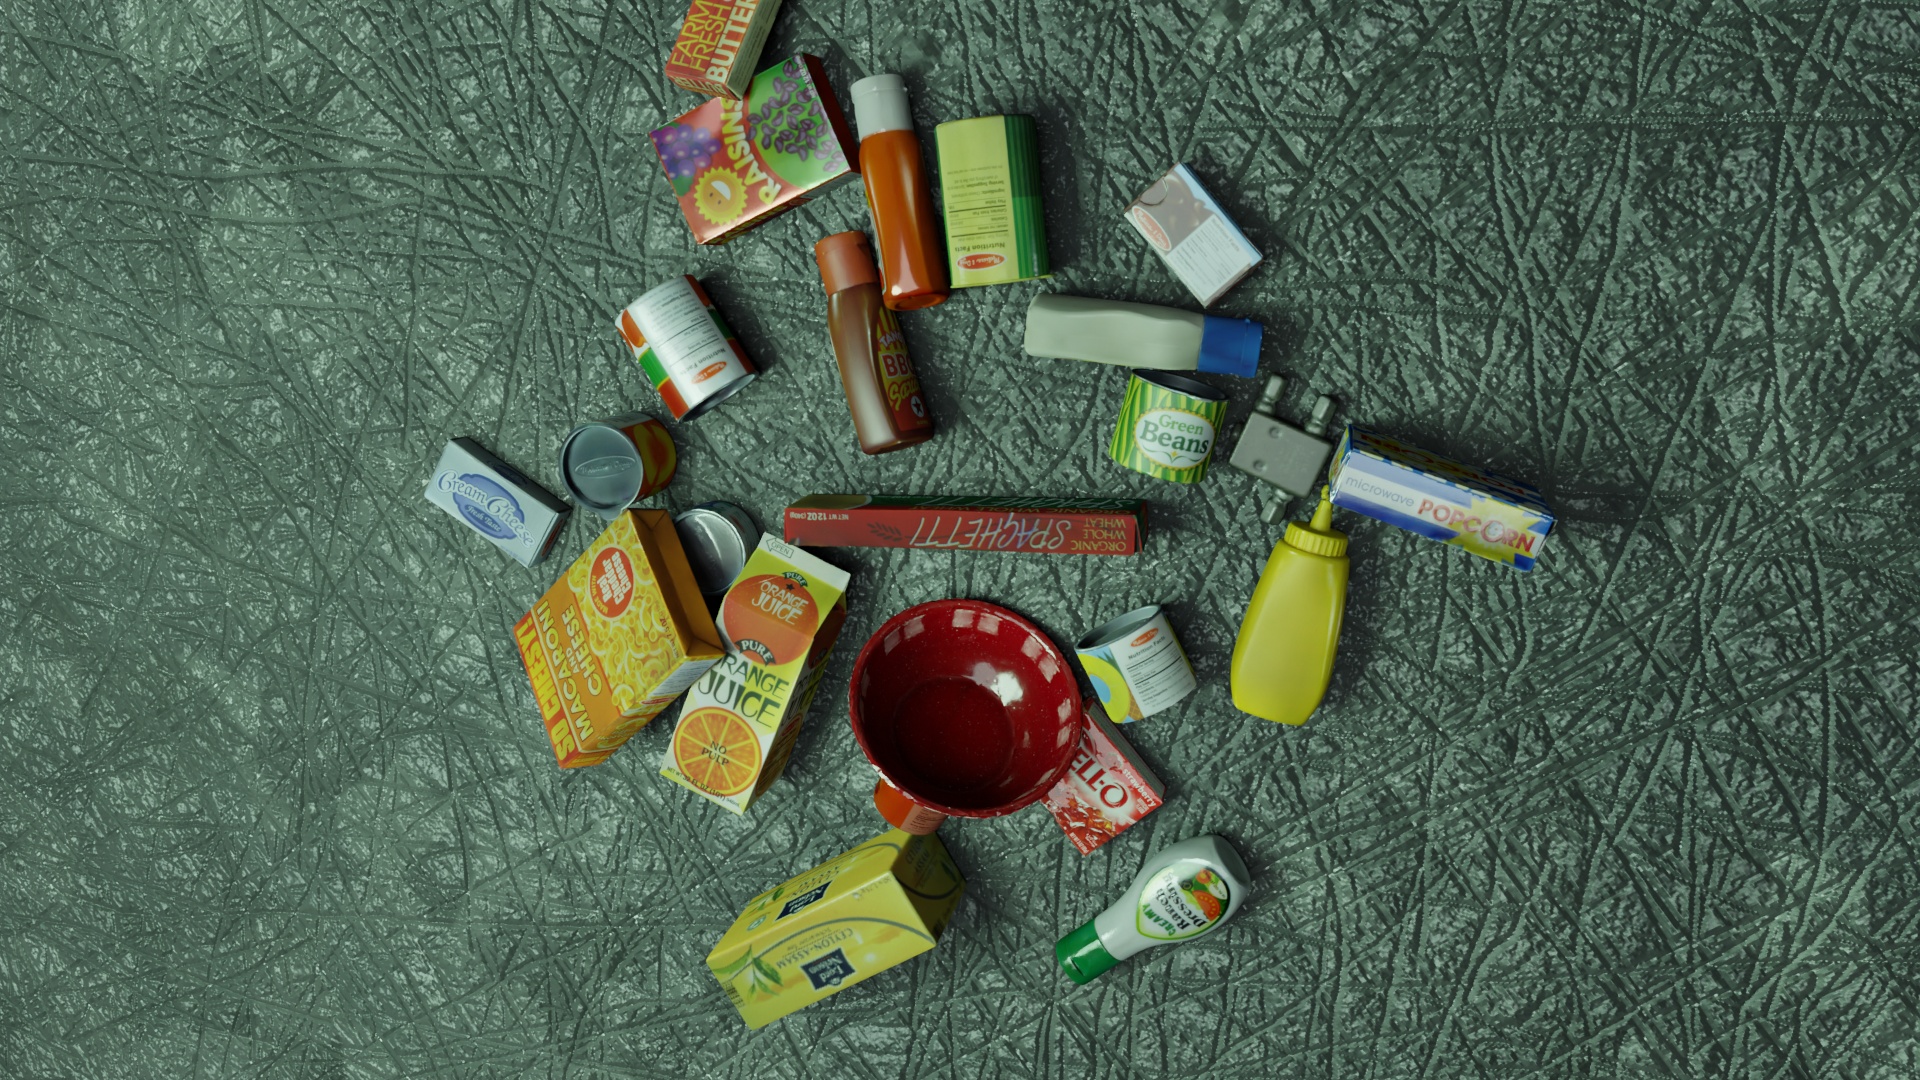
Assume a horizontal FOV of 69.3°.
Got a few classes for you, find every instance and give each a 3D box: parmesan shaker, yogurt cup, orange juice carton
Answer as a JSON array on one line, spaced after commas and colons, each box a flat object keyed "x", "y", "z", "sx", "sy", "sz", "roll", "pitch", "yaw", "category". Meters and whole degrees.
[{"x": 0.024, "y": -0.218, "z": 0.897, "sx": 0.071, "sy": 0.071, "sz": 0.103, "roll": -3, "pitch": 101, "yaw": 15, "category": "parmesan shaker"}, {"x": -0.027, "y": 0.174, "z": 1.002, "sx": 0.072, "sy": 0.073, "sz": 0.053, "roll": 32, "pitch": 117, "yaw": 6, "category": "yogurt cup"}, {"x": -0.143, "y": 0.093, "z": 1.007, "sx": 0.072, "sy": 0.073, "sz": 0.192, "roll": 25, "pitch": 107, "yaw": 8, "category": "orange juice carton"}]

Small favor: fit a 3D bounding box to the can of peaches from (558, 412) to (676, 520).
[{"x": -0.248, "y": -0.055, "z": 1.009, "sx": 0.071, "sy": 0.058, "sz": 0.071, "roll": 3, "pitch": 104, "yaw": 13, "category": "can of peaches"}]

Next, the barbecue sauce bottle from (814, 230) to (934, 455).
[{"x": -0.062, "y": -0.134, "z": 0.943, "sx": 0.043, "sy": 0.065, "sz": 0.148, "roll": -17, "pitch": 89, "yaw": 26, "category": "barbecue sauce bottle"}]

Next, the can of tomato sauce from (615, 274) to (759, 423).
[{"x": -0.192, "y": -0.134, "z": 0.974, "sx": 0.071, "sy": 0.071, "sz": 0.083, "roll": -32, "pitch": 93, "yaw": 19, "category": "can of tomato sauce"}]

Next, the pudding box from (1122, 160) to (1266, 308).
[{"x": 0.150, "y": -0.196, "z": 0.888, "sx": 0.049, "sy": 0.030, "sz": 0.083, "roll": -41, "pitch": 90, "yaw": 20, "category": "pudding box"}]

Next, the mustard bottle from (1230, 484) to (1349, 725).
[{"x": 0.224, "y": 0.040, "z": 0.913, "sx": 0.065, "sy": 0.049, "sz": 0.159, "roll": 16, "pitch": 105, "yaw": 11, "category": "mustard bottle"}]

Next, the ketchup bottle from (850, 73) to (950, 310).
[{"x": -0.041, "y": -0.229, "z": 0.916, "sx": 0.043, "sy": 0.065, "sz": 0.148, "roll": -10, "pitch": 91, "yaw": 6, "category": "ketchup bottle"}]

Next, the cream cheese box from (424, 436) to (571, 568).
[{"x": -0.354, "y": -0.029, "z": 1.060, "sx": 0.104, "sy": 0.024, "sz": 0.053, "roll": 34, "pitch": 108, "yaw": 5, "category": "cream cheese box"}]

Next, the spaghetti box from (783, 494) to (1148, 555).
[{"x": 0.003, "y": -0.012, "z": 0.958, "sx": 0.250, "sy": 0.050, "sz": 0.028, "roll": 1, "pitch": 104, "yaw": 14, "category": "spaghetti box"}]

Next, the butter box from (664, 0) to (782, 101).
[{"x": -0.151, "y": -0.344, "z": 0.913, "sx": 0.053, "sy": 0.024, "sz": 0.103, "roll": 21, "pitch": 87, "yaw": 24, "category": "butter box"}]

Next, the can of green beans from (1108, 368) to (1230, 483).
[{"x": 0.135, "y": -0.074, "z": 0.900, "sx": 0.071, "sy": 0.071, "sz": 0.057, "roll": 18, "pitch": 107, "yaw": 10, "category": "can of green beans"}]

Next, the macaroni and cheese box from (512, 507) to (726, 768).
[{"x": -0.251, "y": 0.073, "z": 1.008, "sx": 0.165, "sy": 0.040, "sz": 0.124, "roll": -40, "pitch": 65, "yaw": 32, "category": "macaroni and cheese box"}]

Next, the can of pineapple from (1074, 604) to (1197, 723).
[{"x": 0.119, "y": 0.083, "z": 0.943, "sx": 0.071, "sy": 0.071, "sz": 0.058, "roll": -25, "pitch": 95, "yaw": 19, "category": "can of pineapple"}]

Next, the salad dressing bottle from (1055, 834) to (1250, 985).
[{"x": 0.135, "y": 0.266, "z": 0.990, "sx": 0.147, "sy": 0.044, "sz": 0.064, "roll": -39, "pitch": 90, "yaw": 19, "category": "salad dressing bottle"}]

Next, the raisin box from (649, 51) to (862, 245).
[{"x": -0.137, "y": -0.264, "z": 0.943, "sx": 0.123, "sy": 0.040, "sz": 0.086, "roll": -22, "pitch": 96, "yaw": 17, "category": "raisin box"}]

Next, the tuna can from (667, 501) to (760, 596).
[{"x": -0.185, "y": 0.007, "z": 1.019, "sx": 0.071, "sy": 0.033, "sz": 0.071, "roll": 3, "pitch": 103, "yaw": 14, "category": "tuna can"}]

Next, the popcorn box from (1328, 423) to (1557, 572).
[{"x": 0.294, "y": -0.029, "z": 0.860, "sx": 0.127, "sy": 0.085, "sz": 0.038, "roll": 21, "pitch": 108, "yaw": 9, "category": "popcorn box"}]

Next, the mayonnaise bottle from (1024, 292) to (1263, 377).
[{"x": 0.118, "y": -0.131, "z": 0.896, "sx": 0.148, "sy": 0.065, "sz": 0.041, "roll": 9, "pitch": 108, "yaw": 9, "category": "mayonnaise bottle"}]
